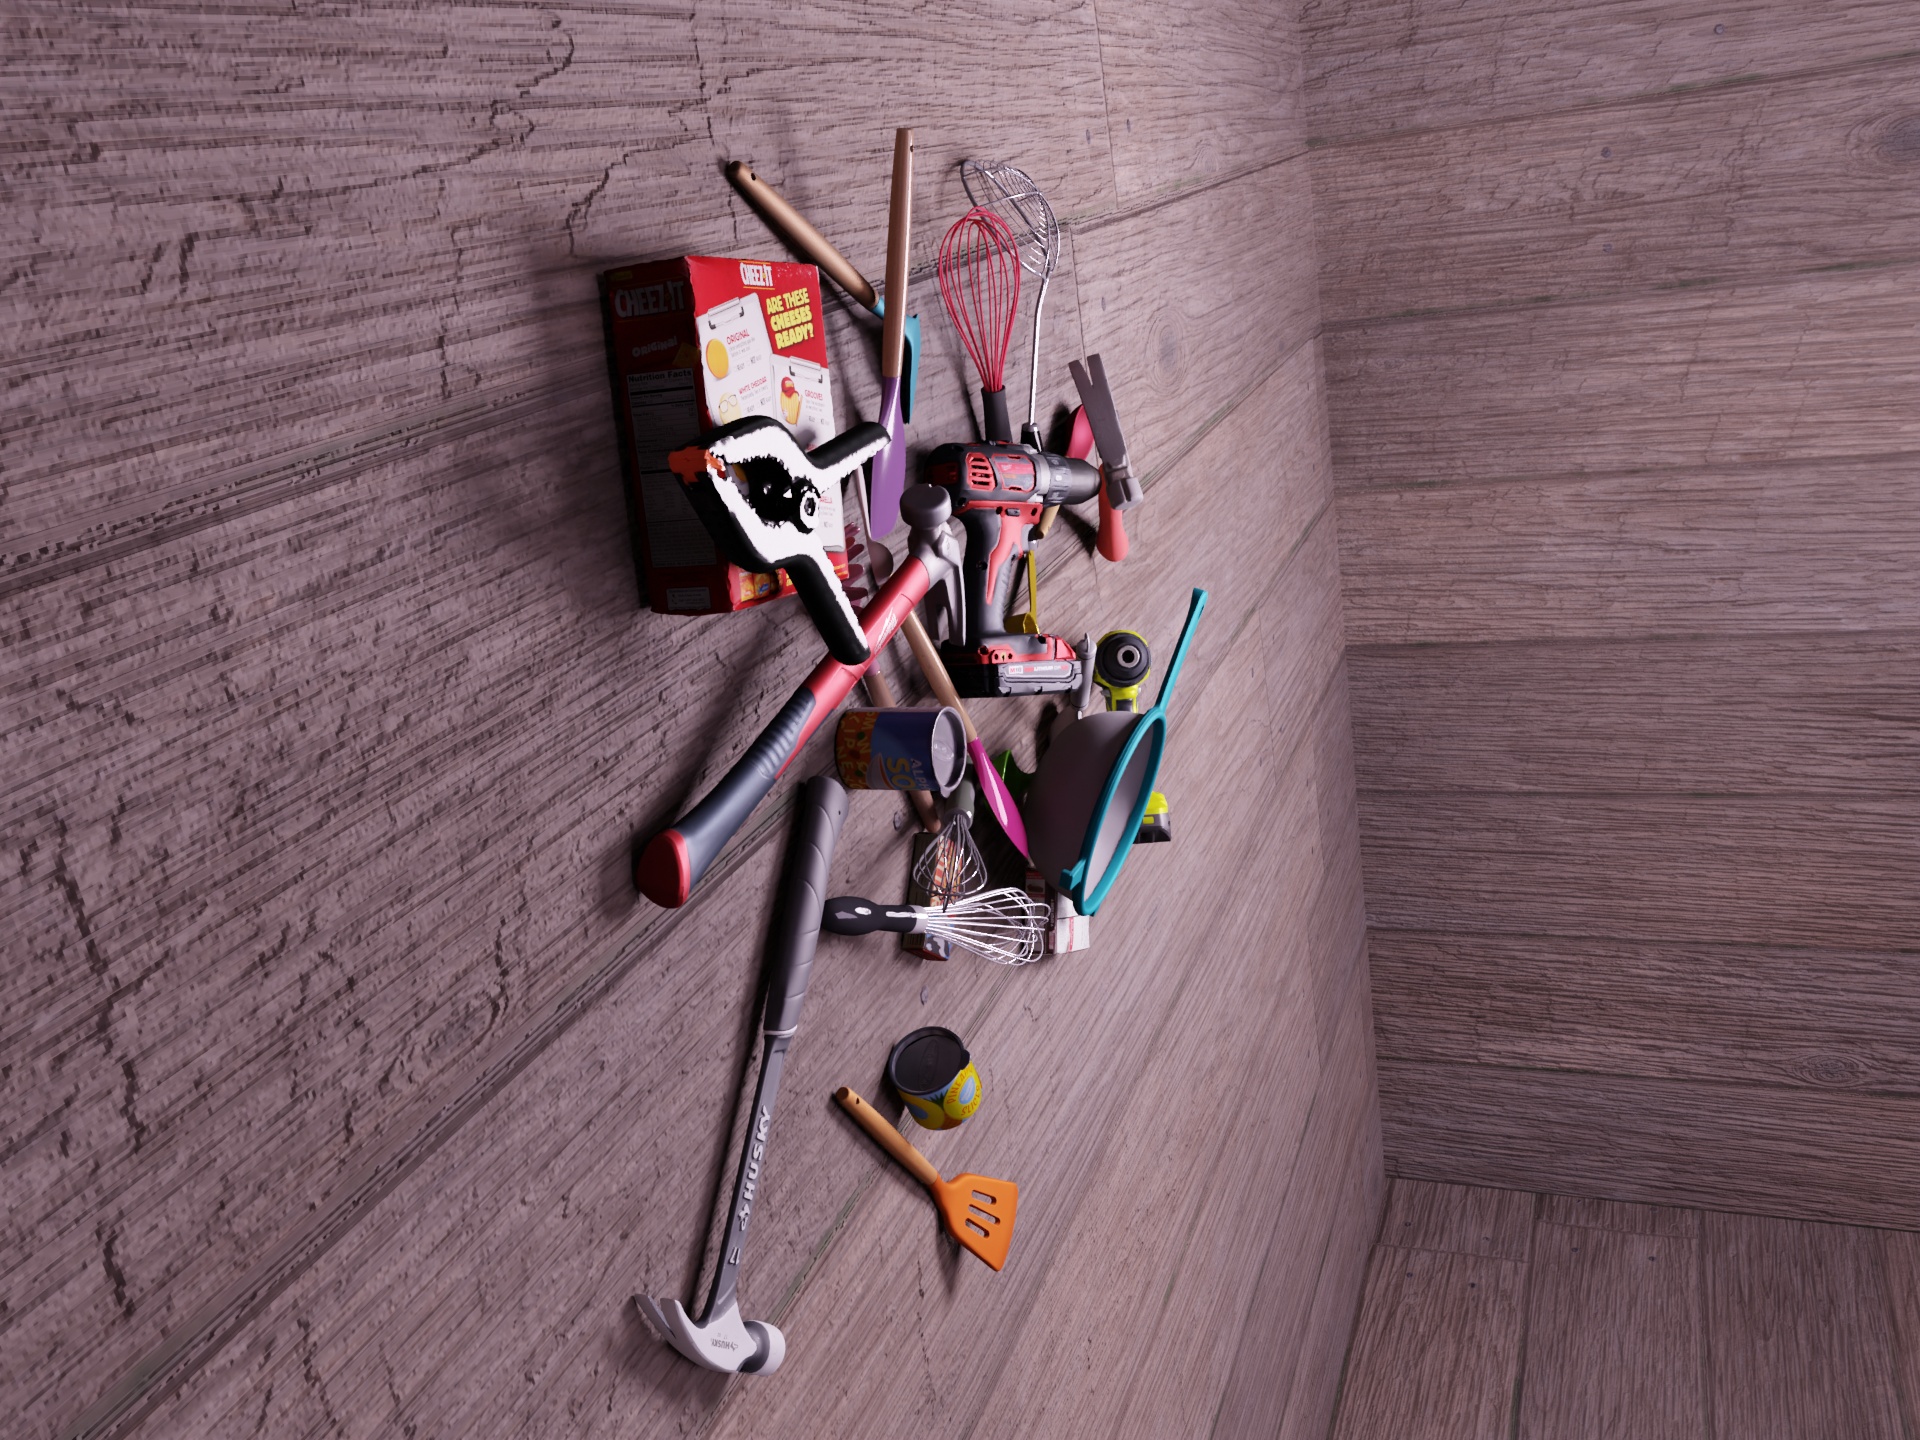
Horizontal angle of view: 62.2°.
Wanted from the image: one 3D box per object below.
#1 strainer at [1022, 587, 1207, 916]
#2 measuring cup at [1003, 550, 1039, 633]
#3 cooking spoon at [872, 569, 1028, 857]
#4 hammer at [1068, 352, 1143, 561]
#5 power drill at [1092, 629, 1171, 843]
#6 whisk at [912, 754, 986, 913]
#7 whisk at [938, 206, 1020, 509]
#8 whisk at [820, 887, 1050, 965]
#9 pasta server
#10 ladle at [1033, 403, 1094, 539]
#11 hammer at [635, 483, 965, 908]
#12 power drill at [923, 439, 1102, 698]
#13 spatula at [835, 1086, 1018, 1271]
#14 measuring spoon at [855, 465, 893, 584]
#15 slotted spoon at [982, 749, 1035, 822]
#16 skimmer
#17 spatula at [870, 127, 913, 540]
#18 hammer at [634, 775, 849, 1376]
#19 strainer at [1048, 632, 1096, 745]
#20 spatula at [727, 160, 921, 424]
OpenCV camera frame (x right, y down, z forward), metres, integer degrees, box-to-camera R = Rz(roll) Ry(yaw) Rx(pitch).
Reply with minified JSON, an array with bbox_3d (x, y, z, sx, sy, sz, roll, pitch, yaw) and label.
[{"bbox_3d":[0.141,0.016,1.541,0.210,0.095,0.340,51,59,-71],"label":"strainer"},{"bbox_3d":[0.059,-0.116,1.575,0.062,0.029,0.157,58,27,-50],"label":"measuring cup"},{"bbox_3d":[-0.002,-0.004,1.366,0.069,0.017,0.318,-99,164,-58],"label":"cooking spoon"},{"bbox_3d":[0.151,-0.243,1.640,0.359,0.036,0.149,58,16,-79],"label":"hammer"},{"bbox_3d":[0.178,0.016,1.701,0.190,0.080,0.228,-2,88,-88],"label":"power drill"},{"bbox_3d":[-0.002,0.087,1.331,0.246,0.059,0.057,-79,173,-66],"label":"whisk"},{"bbox_3d":[0.027,-0.322,1.456,0.073,0.073,0.295,-60,149,-50],"label":"whisk"},{"bbox_3d":[-0.019,0.162,1.294,0.284,0.070,0.070,13,77,-51],"label":"whisk"},{"bbox_3d":[-0.057,-0.022,1.276,0.060,0.040,0.315,-99,172,-49],"label":"pasta server"},{"bbox_3d":[0.104,-0.250,1.613,0.316,0.031,0.069,-68,161,-58],"label":"ladle"},{"bbox_3d":[-0.098,-0.003,1.108,0.386,0.038,0.143,-55,149,-39],"label":"hammer"},{"bbox_3d":[0.056,-0.136,1.422,0.187,0.080,0.227,-5,93,-40],"label":"power drill"},{"bbox_3d":[-0.026,0.375,1.334,0.322,0.041,0.081,58,39,-49],"label":"spatula"},{"bbox_3d":[-0.068,-0.162,1.232,0.034,0.018,0.124,75,3,-66],"label":"measuring spoon"},{"bbox_3d":[0.081,0.062,1.607,0.313,0.031,0.070,1,96,-69],"label":"slotted spoon"},{"bbox_3d":[0.042,-0.344,1.524,0.127,0.090,0.363,-48,143,-63],"label":"skimmer"},{"bbox_3d":[-0.051,-0.296,1.244,0.060,0.018,0.315,-41,140,-57],"label":"spatula"},{"bbox_3d":[-0.133,0.230,1.100,0.149,0.036,0.409,49,45,-55],"label":"hammer"},{"bbox_3d":[0.117,-0.016,1.601,0.258,0.050,0.087,91,-2,-60],"label":"strainer"},{"bbox_3d":[-0.091,-0.333,1.223,0.317,0.044,0.082,32,62,-58],"label":"spatula"}]
